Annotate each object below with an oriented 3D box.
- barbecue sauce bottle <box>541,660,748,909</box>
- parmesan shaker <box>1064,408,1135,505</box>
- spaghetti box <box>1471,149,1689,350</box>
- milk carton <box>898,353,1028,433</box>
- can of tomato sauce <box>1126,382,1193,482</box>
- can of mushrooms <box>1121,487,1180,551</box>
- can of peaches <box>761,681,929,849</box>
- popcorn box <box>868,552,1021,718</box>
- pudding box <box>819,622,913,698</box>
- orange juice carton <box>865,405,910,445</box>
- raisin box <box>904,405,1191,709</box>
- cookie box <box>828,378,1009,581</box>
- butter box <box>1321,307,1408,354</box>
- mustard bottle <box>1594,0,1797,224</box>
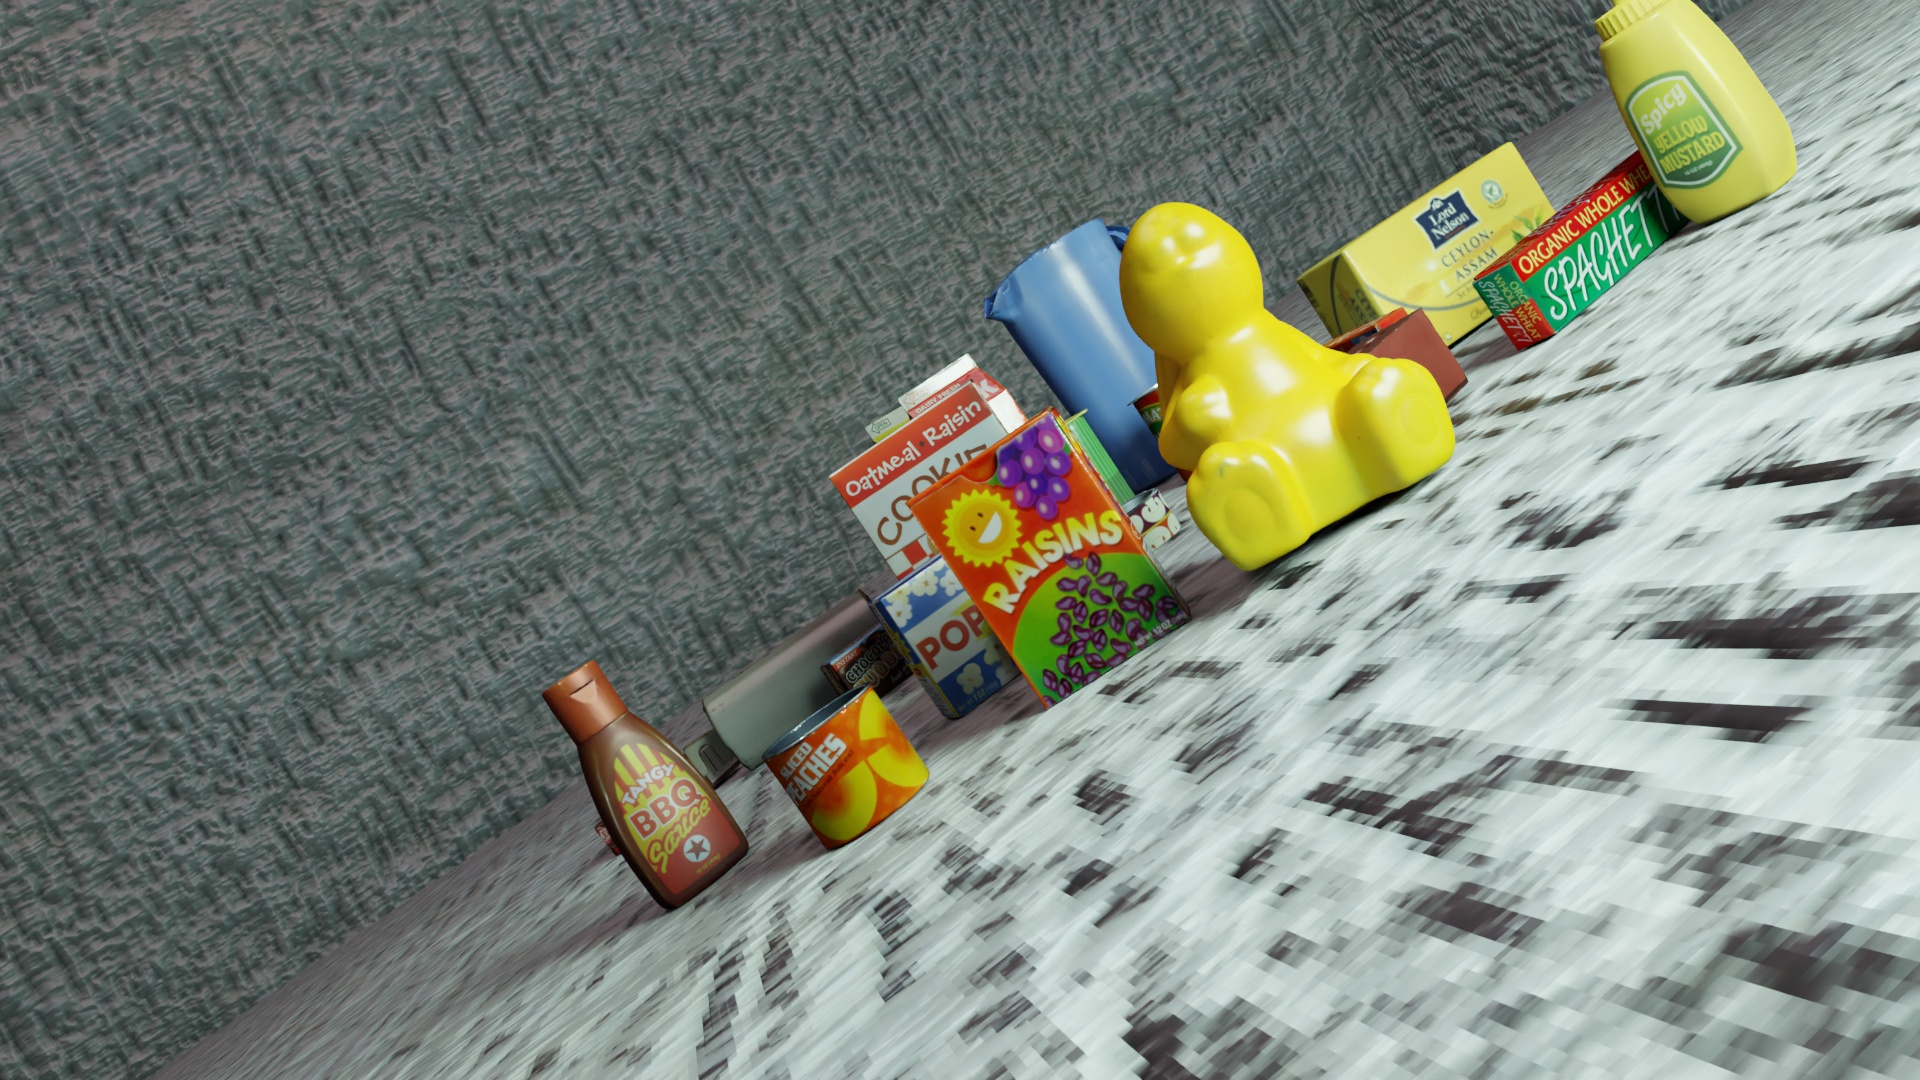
[{"bbox_3d":[-0.191,0.142,0.825,0.065,0.148,0.043,-36,3,-28],"label":"barbecue sauce bottle"},{"bbox_3d":[0.092,-0.036,1.033,0.071,0.103,0.071,-34,3,2],"label":"parmesan shaker"},{"bbox_3d":[0.390,-0.190,0.817,0.251,0.050,0.028,-36,3,-28],"label":"spaghetti box"},{"bbox_3d":[0.032,-0.053,1.114,0.072,0.190,0.073,-35,3,-10],"label":"milk carton"},{"bbox_3d":[0.191,-0.098,1.155,0.071,0.083,0.071,-34,3,2],"label":"can of tomato sauce"},{"bbox_3d":[0.118,-0.007,0.963,0.071,0.033,0.071,-34,3,2],"label":"can of mushrooms"},{"bbox_3d":[-0.058,0.115,0.702,0.071,0.058,0.071,-34,3,2],"label":"can of peaches"},{"bbox_3d":[0.020,0.037,0.835,0.127,0.085,0.038,-35,3,-17],"label":"popcorn box"},{"bbox_3d":[-0.066,0.097,1.125,0.084,0.049,0.030,-36,3,-28],"label":"pudding box"},{"bbox_3d":[-0.007,-0.038,1.257,0.072,0.192,0.073,-36,3,-29],"label":"orange juice carton"},{"bbox_3d":[0.044,0.008,0.684,0.086,0.123,0.040,-33,3,12],"label":"raisin box"},{"bbox_3d":[0.004,-0.012,0.993,0.123,0.167,0.040,-34,3,4],"label":"cookie box"},{"bbox_3d":[0.263,-0.111,0.884,0.024,0.053,0.103,-35,3,-10],"label":"butter box"},{"bbox_3d":[0.390,-0.253,0.761,0.049,0.160,0.065,-36,3,-30],"label":"mustard bottle"}]
